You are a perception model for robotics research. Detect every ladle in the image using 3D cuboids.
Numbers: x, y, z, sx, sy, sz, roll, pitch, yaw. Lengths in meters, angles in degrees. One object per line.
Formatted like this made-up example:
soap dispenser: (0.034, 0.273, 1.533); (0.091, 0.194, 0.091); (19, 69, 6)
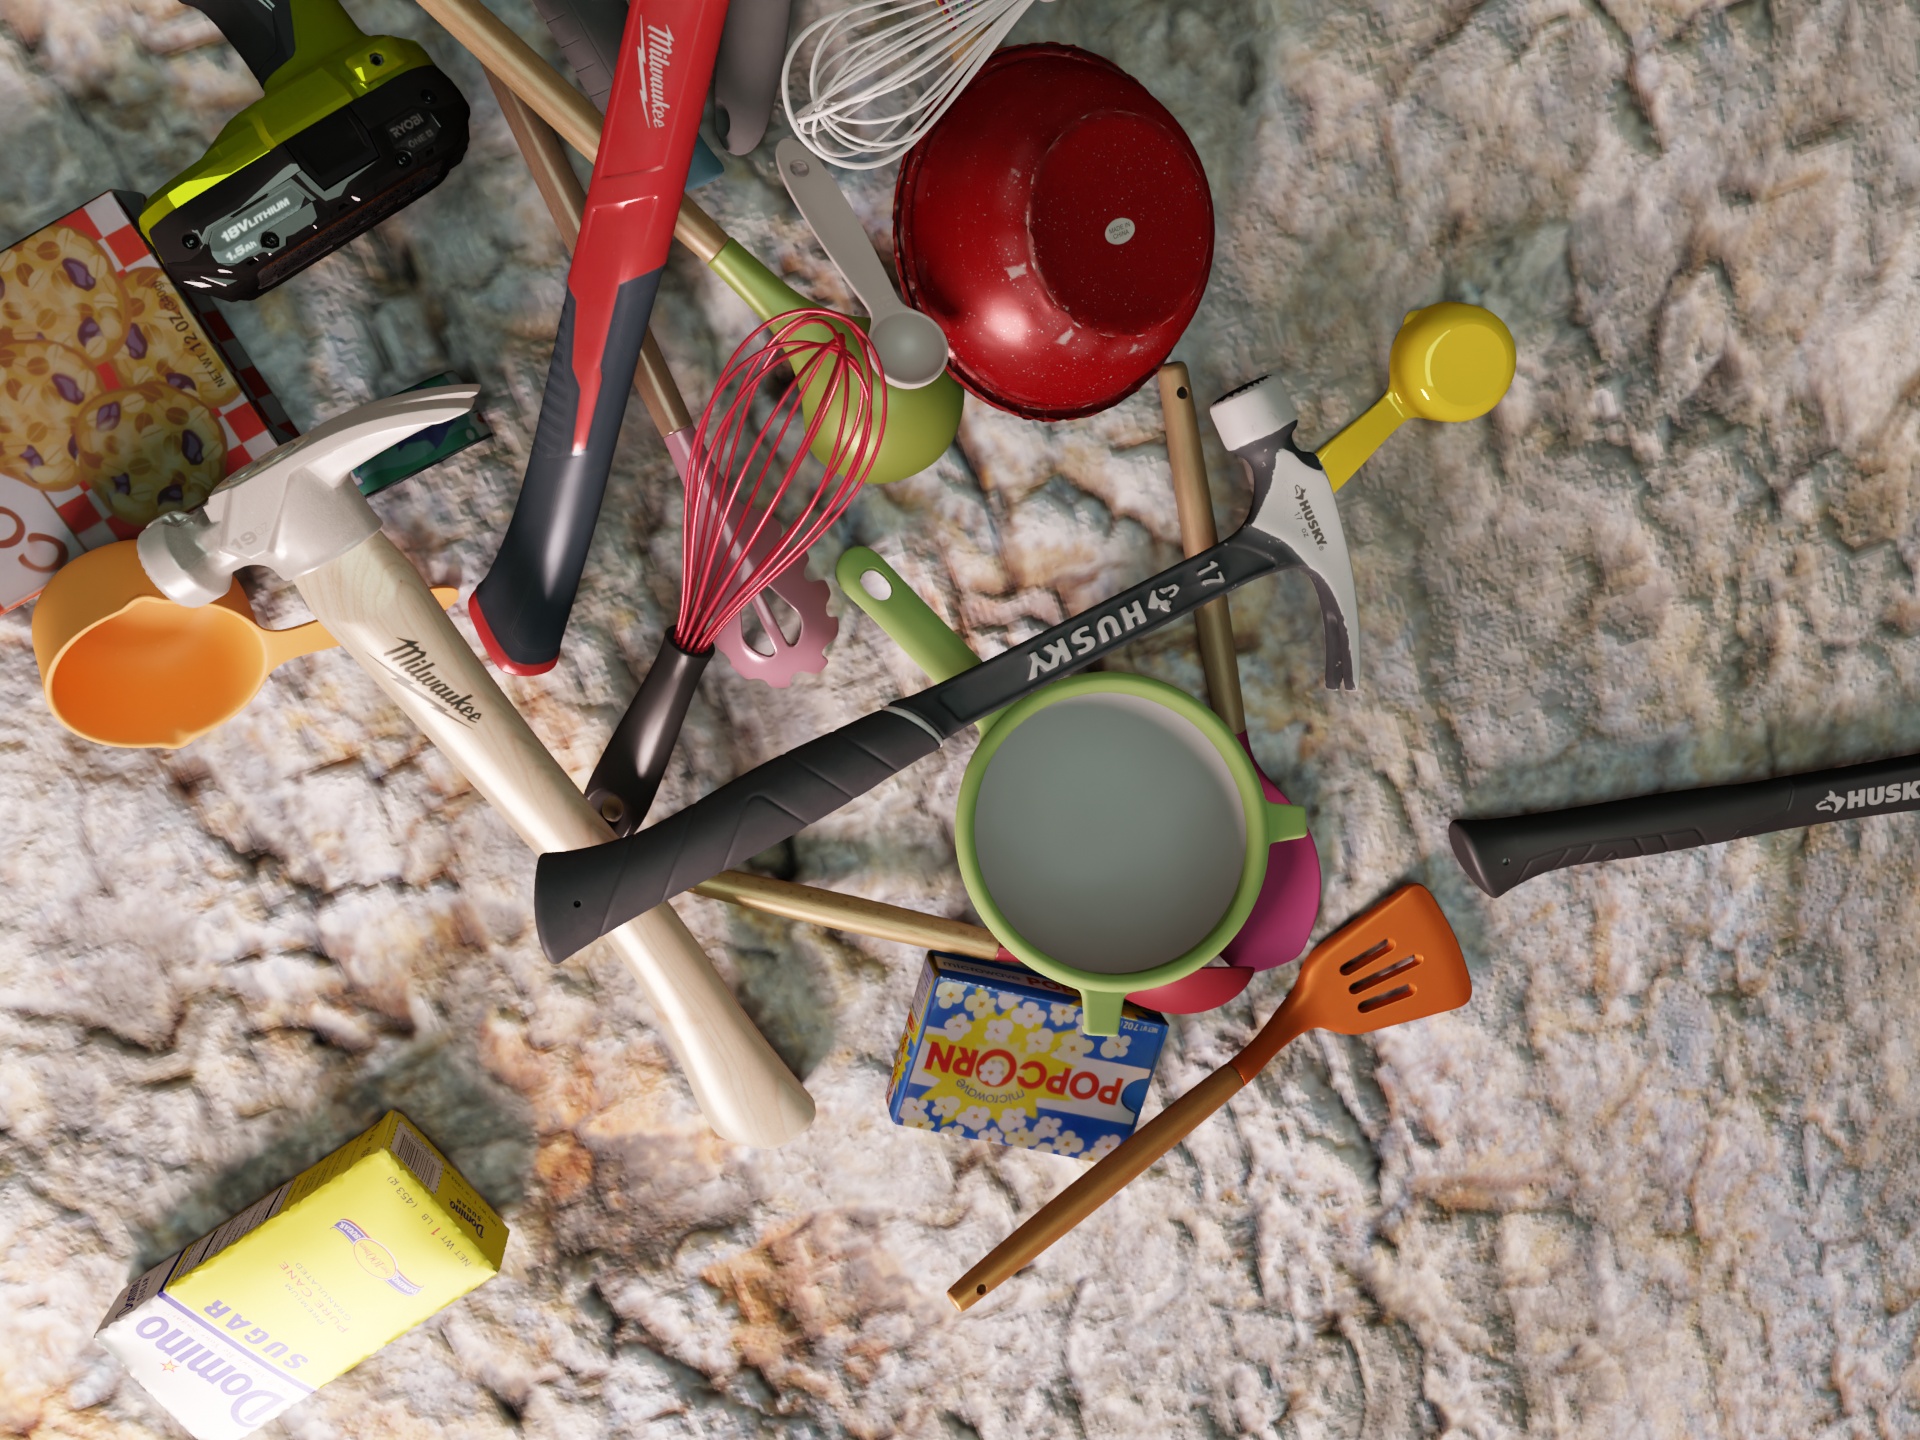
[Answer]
ladle: (-0.007, 0.106, 0.794); (0.315, 0.069, 0.031); (13, 74, -6)
ladle: (-0.122, -0.215, 0.664); (0.320, 0.062, 0.078); (40, 97, -21)

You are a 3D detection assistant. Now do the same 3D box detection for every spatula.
spatula: (0.127, 0.198, 0.814); (0.322, 0.041, 0.081); (-34, 108, -18)

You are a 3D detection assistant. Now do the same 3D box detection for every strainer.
strainer: (0.030, 0.018, 0.770); (0.151, 0.069, 0.256); (-44, 88, -14)

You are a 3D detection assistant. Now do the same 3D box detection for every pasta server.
pasta server: (-0.139, -0.155, 0.714); (0.060, 0.040, 0.316); (-25, 103, -1)

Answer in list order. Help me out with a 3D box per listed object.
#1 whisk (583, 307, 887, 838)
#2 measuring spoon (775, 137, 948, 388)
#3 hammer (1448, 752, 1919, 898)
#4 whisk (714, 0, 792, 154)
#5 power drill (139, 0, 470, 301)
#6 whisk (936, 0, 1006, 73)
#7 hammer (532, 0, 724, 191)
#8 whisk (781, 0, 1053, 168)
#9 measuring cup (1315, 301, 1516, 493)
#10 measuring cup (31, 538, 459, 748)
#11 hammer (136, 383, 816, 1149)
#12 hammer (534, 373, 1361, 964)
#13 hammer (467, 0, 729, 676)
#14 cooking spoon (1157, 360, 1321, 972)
whisk: (-0.111, -0.049, 0.695); (0.073, 0.073, 0.295); (23, 122, -13)
measuring spoon: (-0.045, -0.190, 0.668); (0.034, 0.018, 0.124); (-27, 82, -19)
hammer: (0.421, 0.041, 0.841); (0.334, 0.035, 0.146); (-8, 107, -5)
whisk: (-0.068, -0.342, 0.630); (0.055, 0.055, 0.238); (10, 125, -11)
power drill: (-0.320, -0.282, 0.608); (0.190, 0.080, 0.228); (-38, 108, -14)
whisk: (-0.002, -0.318, 0.679); (0.047, 0.051, 0.244); (-27, 110, -6)
hammer: (-0.192, -0.355, 0.612); (0.128, 0.033, 0.330); (-22, 120, 14)
whisk: (0.026, -0.303, 0.652); (0.246, 0.058, 0.059); (-40, 110, -18)
measuring cup: (0.201, -0.137, 0.762); (0.156, 0.029, 0.062); (-43, 107, 3)
measuring cup: (-0.315, -0.049, 0.705); (0.173, 0.052, 0.095); (-20, 147, -28)
hammer: (-0.169, 0.048, 0.715); (0.146, 0.038, 0.410); (-26, 120, 7)
hammer: (-0.001, -0.002, 0.708); (0.409, 0.036, 0.149); (-28, 98, -10)
hammer: (-0.122, -0.172, 0.631); (0.143, 0.038, 0.386); (23, 122, -1)
cooking spoon: (0.131, -0.019, 0.792); (0.068, 0.017, 0.318); (-15, 107, -9)
